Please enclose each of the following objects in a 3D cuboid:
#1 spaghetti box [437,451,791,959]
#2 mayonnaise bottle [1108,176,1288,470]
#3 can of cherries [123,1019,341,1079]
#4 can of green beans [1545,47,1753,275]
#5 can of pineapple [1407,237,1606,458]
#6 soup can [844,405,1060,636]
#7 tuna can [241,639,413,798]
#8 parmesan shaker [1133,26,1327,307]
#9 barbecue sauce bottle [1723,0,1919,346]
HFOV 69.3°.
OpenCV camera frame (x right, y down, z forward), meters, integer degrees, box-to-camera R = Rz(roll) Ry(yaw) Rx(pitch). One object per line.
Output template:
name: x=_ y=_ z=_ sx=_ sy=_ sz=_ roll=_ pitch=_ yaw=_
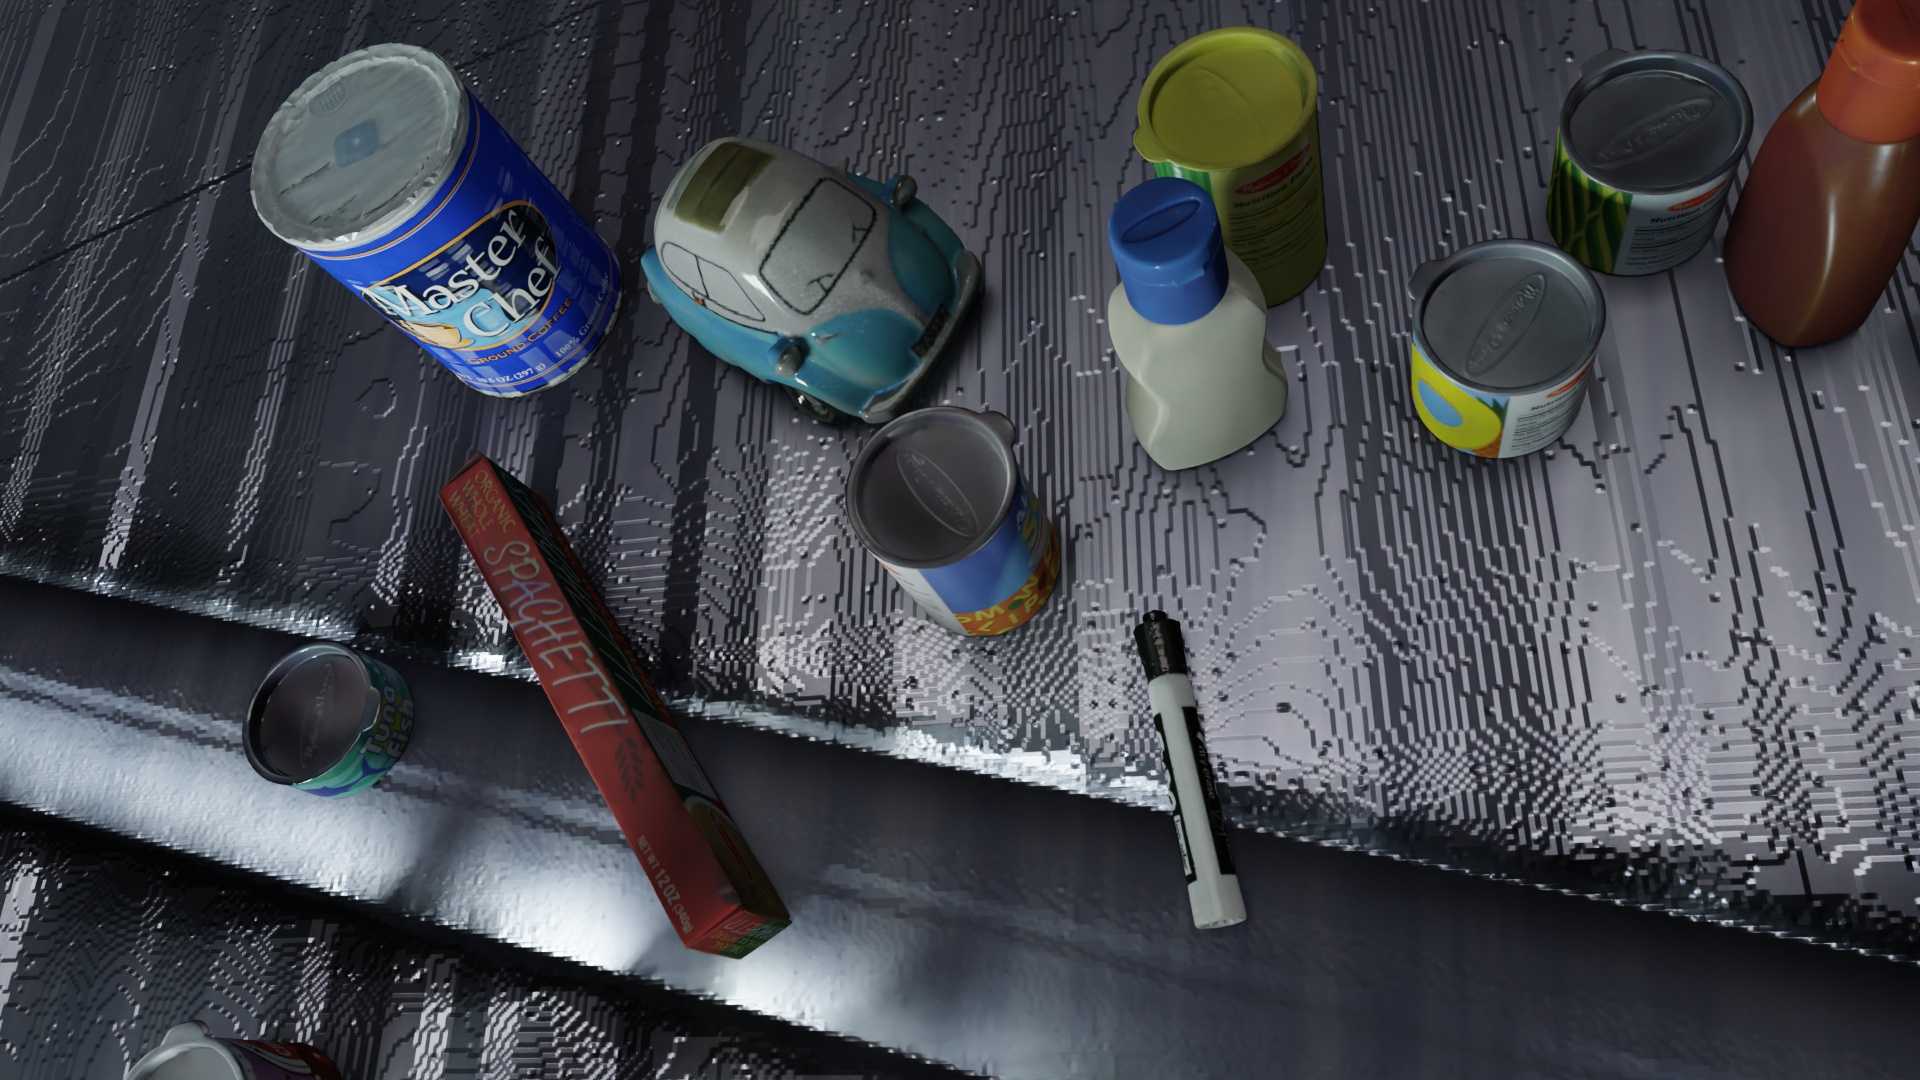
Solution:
spaghetti box: x=-0.150 y=0.063 z=0.583 sx=0.029 sy=0.050 sz=0.251 roll=-38 pitch=63 yaw=-1
mayonnaise bottle: x=0.086 y=-0.078 z=0.518 sx=0.065 sy=0.147 sz=0.041 roll=-26 pitch=63 yaw=5
can of cherries: x=-0.288 y=0.229 z=0.549 sx=0.071 sy=0.058 sz=0.072 roll=-6 pitch=66 yaw=14
can of green beans: x=0.267 y=-0.146 z=0.543 sx=0.071 sy=0.057 sz=0.071 roll=-6 pitch=66 yaw=14
can of pineapple: x=0.206 y=-0.073 z=0.531 sx=0.071 sy=0.057 sz=0.071 roll=-6 pitch=66 yaw=14
soup can: x=0.002 y=-0.007 z=0.548 sx=0.071 sy=0.083 sz=0.071 roll=-6 pitch=67 yaw=14
tuna can: x=-0.281 y=0.081 z=0.624 sx=0.071 sy=0.032 sz=0.071 roll=-6 pitch=66 yaw=14
parmesan shaker: x=0.111 y=-0.146 z=0.564 sx=0.071 sy=0.103 sz=0.071 roll=-6 pitch=67 yaw=14
barbecue sauce bottle: x=0.302 y=-0.128 z=0.474 sx=0.043 sy=0.148 sz=0.065 roll=-16 pitch=65 yaw=10
